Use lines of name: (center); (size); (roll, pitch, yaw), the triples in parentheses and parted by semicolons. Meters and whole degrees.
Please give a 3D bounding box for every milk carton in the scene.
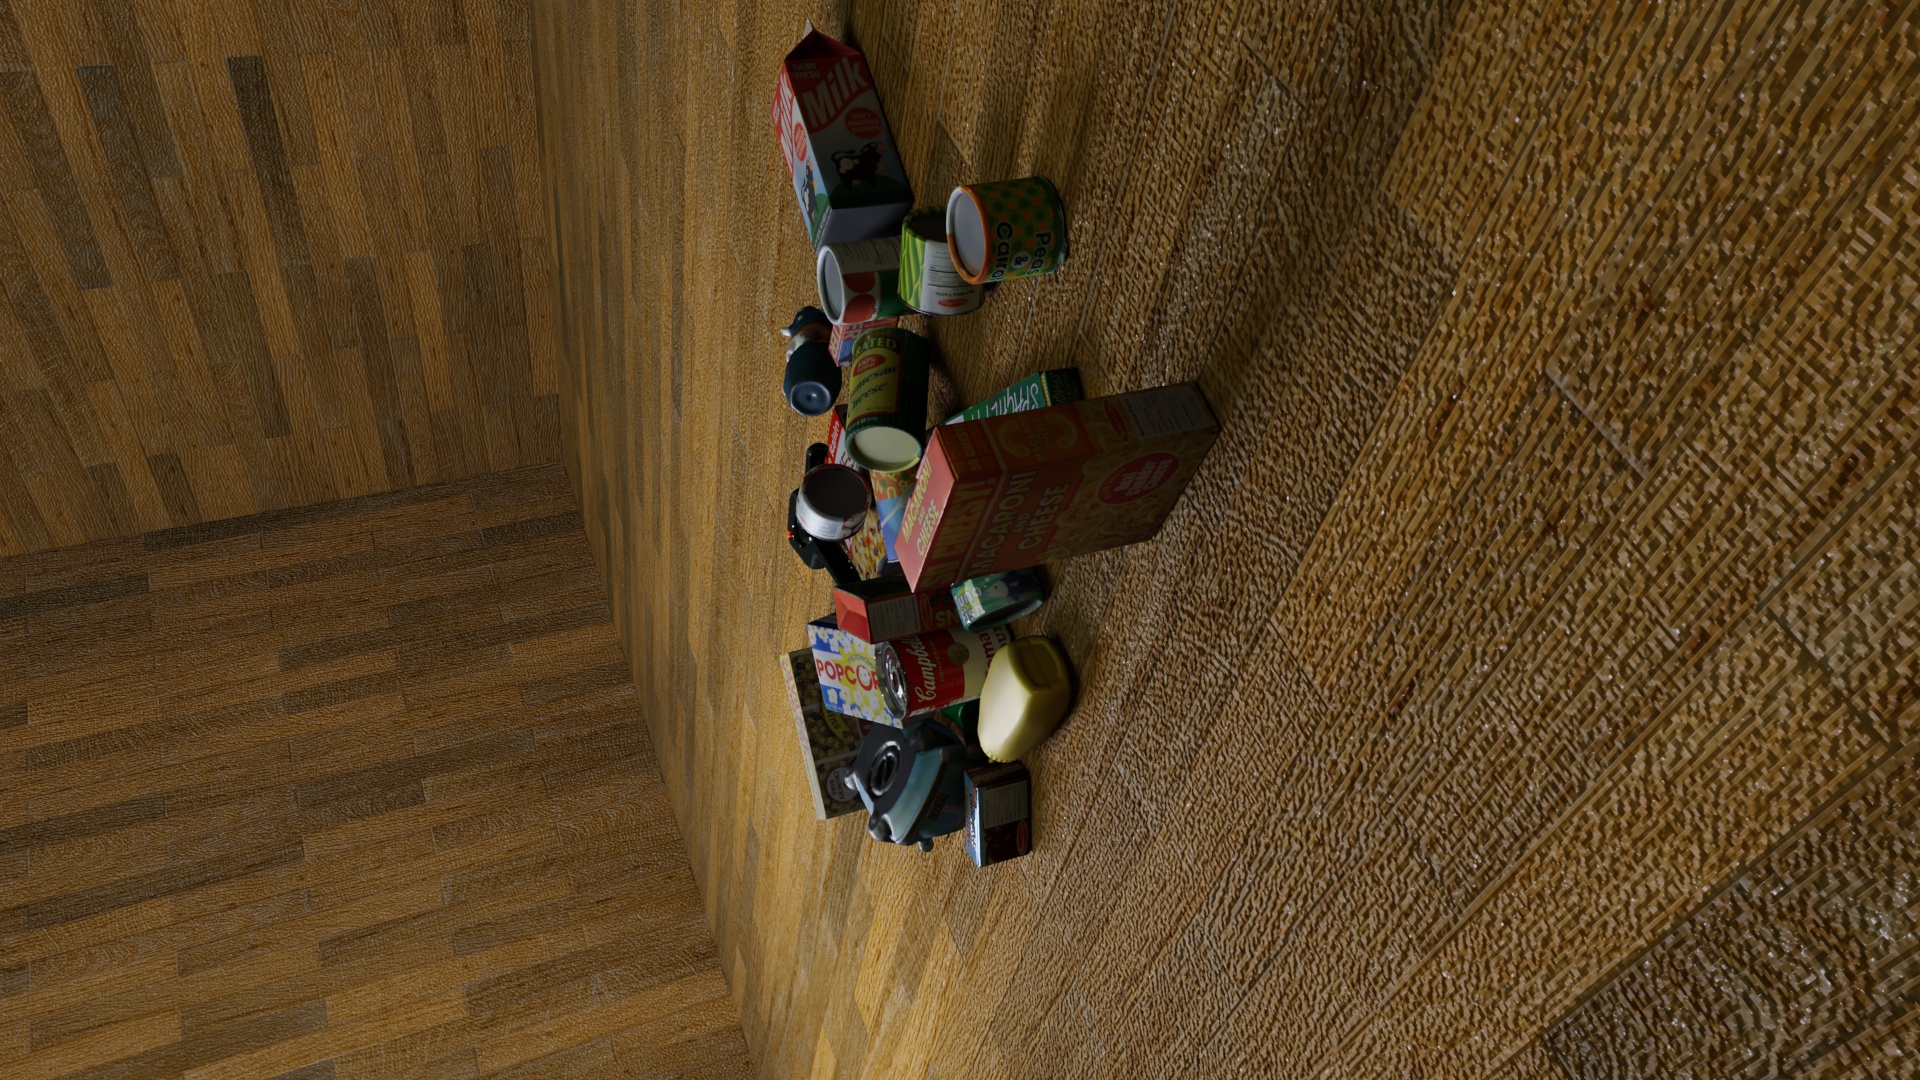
milk carton: (-0.109, -0.346, 1.183); (0.072, 0.073, 0.191); (126, 129, -62)

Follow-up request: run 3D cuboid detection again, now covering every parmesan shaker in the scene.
parmesan shaker: (-0.057, -0.117, 1.142); (0.071, 0.071, 0.103); (112, 164, -55)

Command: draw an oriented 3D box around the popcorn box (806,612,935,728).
popcorn box: (-0.081, 0.113, 1.231); (0.126, 0.038, 0.085); (4, 109, 52)

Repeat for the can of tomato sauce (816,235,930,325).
can of tomato sauce: (-0.068, -0.212, 1.138); (0.071, 0.083, 0.071); (169, 89, -68)

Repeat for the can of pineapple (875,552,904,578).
can of pineapple: (-0.044, 0.048, 1.241); (0.057, 0.071, 0.071); (100, 149, -43)

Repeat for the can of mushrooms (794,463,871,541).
can of mushrooms: (-0.115, -0.037, 1.265); (0.033, 0.071, 0.071); (114, 139, -53)

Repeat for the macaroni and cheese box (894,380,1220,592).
macaroni and cheese box: (0.053, -0.031, 0.818); (0.123, 0.167, 0.040); (112, 141, -55)

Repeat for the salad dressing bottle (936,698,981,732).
salad dressing bottle: (-0.024, 0.128, 1.248); (0.148, 0.064, 0.043); (26, 144, 53)

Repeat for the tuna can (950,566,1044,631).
tuna can: (0.027, 0.043, 1.054); (0.070, 0.071, 0.033); (127, 126, -62)

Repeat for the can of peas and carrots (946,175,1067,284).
can of peas and carrots: (0.030, -0.206, 0.930); (0.071, 0.059, 0.071); (169, 89, -69)

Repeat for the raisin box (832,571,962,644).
raisin box: (-0.032, 0.049, 1.131); (0.086, 0.124, 0.040); (-169, 69, -67)

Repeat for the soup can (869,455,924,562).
soup can: (-0.037, -0.028, 1.182); (0.071, 0.071, 0.083); (169, 89, -68)

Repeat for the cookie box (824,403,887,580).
cookie box: (-0.085, -0.033, 1.333); (0.122, 0.040, 0.168); (106, 146, -50)

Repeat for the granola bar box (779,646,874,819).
granola bar box: (-0.096, 0.176, 1.358); (0.039, 0.124, 0.165); (154, 103, -67)

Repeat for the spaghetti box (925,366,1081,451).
spaghetti box: (0.028, -0.080, 1.043); (0.249, 0.029, 0.050); (164, 93, -69)

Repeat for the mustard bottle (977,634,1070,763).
mustard bottle: (0.043, 0.135, 1.092); (0.159, 0.049, 0.065); (109, 143, -54)

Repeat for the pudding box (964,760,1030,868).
pudding box: (0.031, 0.230, 1.173); (0.030, 0.050, 0.083); (-138, 41, -58)

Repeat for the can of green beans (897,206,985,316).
can of green beans: (-0.012, -0.207, 1.024); (0.071, 0.071, 0.057); (-125, 31, -44)

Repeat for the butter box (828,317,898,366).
butter box: (-0.082, -0.199, 1.221); (0.024, 0.053, 0.103); (63, 154, 28)
